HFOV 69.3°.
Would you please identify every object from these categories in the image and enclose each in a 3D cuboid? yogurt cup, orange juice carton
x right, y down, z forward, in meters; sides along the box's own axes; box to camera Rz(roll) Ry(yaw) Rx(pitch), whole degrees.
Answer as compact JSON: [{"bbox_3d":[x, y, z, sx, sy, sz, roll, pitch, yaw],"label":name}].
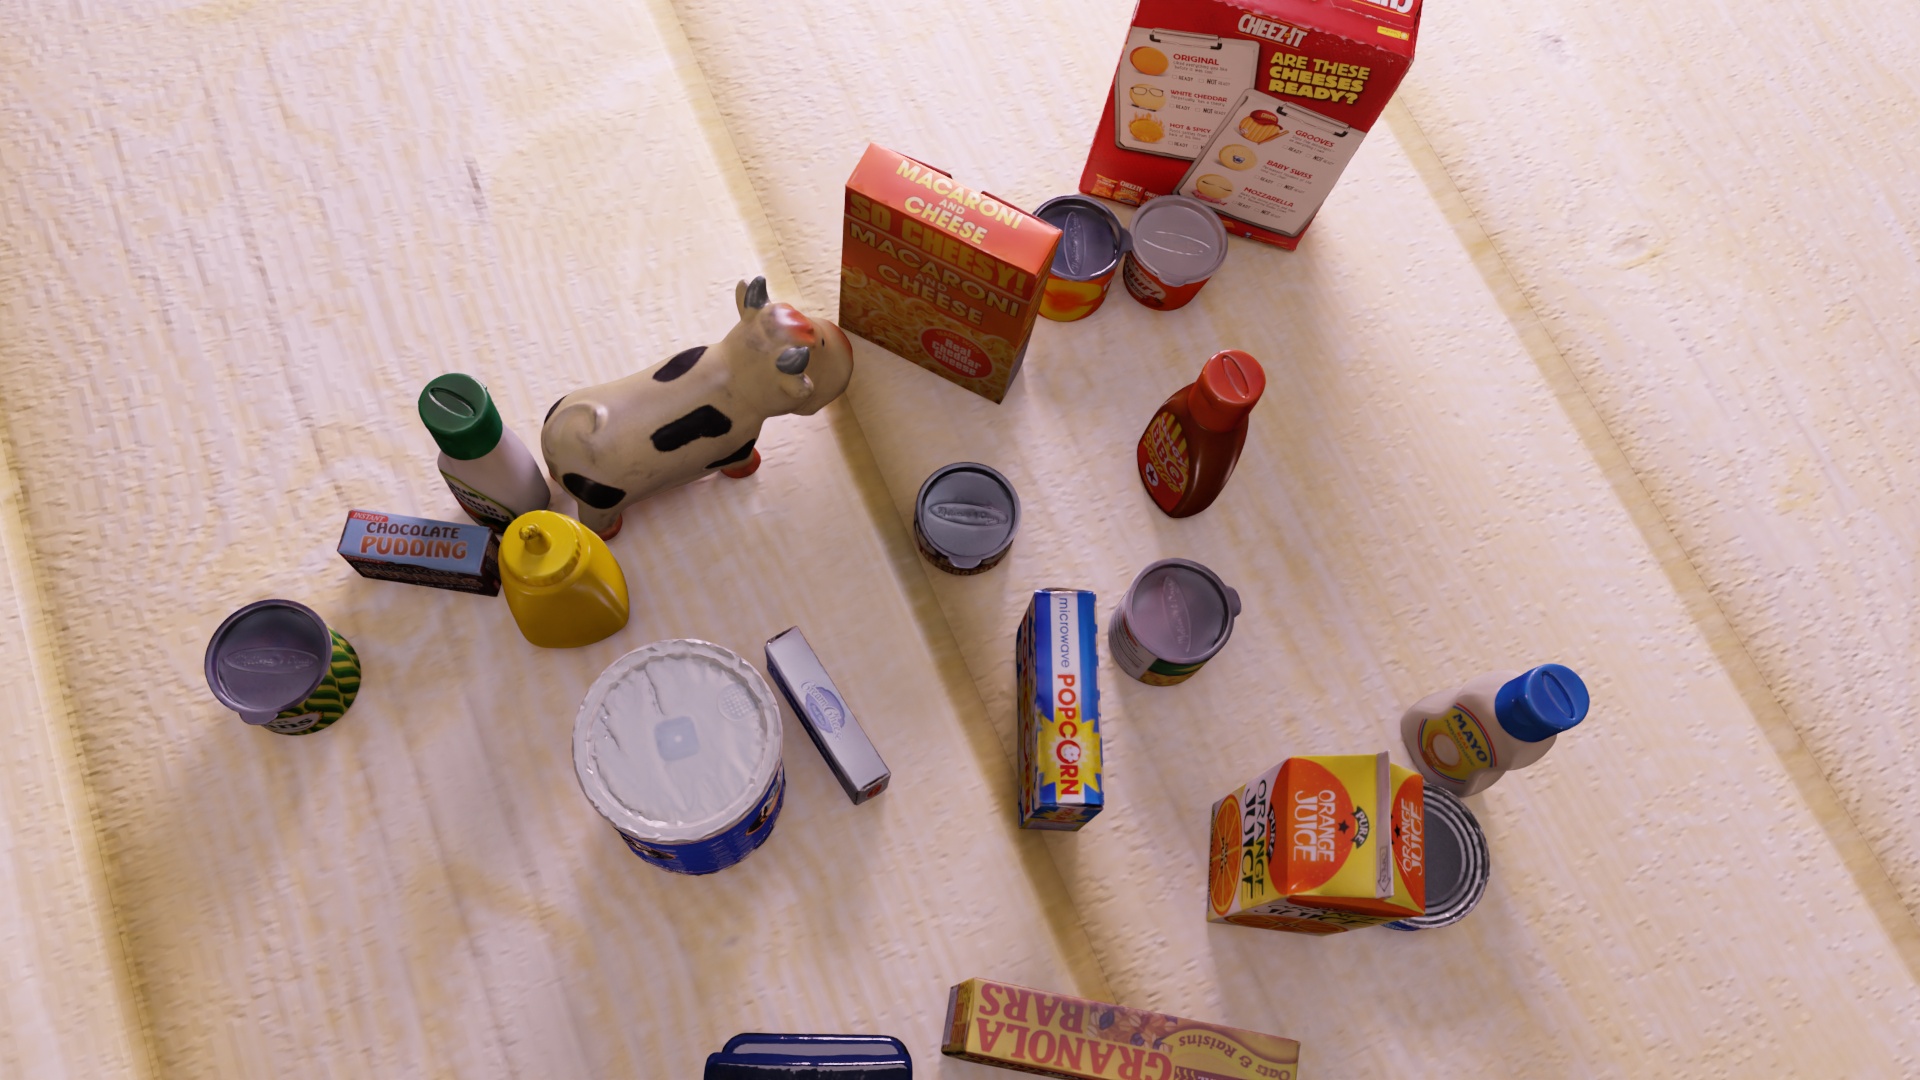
[{"bbox_3d":[0.143,-0.193,0.947,0.072,0.053,0.072,2,69,-6],"label":"yogurt cup"},{"bbox_3d":[0.193,0.165,0.743,0.073,0.192,0.072,8,69,-3],"label":"orange juice carton"}]

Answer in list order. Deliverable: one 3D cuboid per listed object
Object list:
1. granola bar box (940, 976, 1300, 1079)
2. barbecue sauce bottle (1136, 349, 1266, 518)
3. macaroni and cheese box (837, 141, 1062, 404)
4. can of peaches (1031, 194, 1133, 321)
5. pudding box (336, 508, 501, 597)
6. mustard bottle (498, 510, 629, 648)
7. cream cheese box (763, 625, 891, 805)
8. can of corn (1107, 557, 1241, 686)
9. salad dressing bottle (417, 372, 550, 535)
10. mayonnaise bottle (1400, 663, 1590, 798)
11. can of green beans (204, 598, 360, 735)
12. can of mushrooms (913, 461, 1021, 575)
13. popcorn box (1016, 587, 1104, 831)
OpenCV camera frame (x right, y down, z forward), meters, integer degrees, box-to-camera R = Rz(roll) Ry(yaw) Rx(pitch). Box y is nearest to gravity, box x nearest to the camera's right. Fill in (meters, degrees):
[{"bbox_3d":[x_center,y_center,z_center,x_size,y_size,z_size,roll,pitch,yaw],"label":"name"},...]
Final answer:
[{"bbox_3d":[0.078,0.266,0.728,0.166,0.123,0.039,12,69,-2],"label":"granola bar box"},{"bbox_3d":[0.148,-0.067,0.849,0.044,0.148,0.065,-19,73,-13],"label":"barbecue sauce bottle"},{"bbox_3d":[-0.012,-0.160,0.857,0.124,0.166,0.040,26,69,4],"label":"macaroni and cheese box"},{"bbox_3d":[0.075,-0.189,0.935,0.071,0.058,0.071,2,69,-6],"label":"can of peaches"},{"bbox_3d":[-0.316,0.007,0.821,0.084,0.049,0.030,9,69,-3],"label":"pudding box"},{"bbox_3d":[-0.223,0.018,0.768,0.065,0.159,0.049,-14,72,-11],"label":"mustard bottle"},{"bbox_3d":[-0.078,0.103,0.810,0.024,0.053,0.104,-31,76,-16],"label":"cream cheese box"},{"bbox_3d":[0.130,0.051,0.851,0.071,0.058,0.071,2,69,-6],"label":"can of corn"},{"bbox_3d":[-0.273,-0.048,0.794,0.064,0.147,0.044,30,70,5],"label":"salad dressing bottle"},{"bbox_3d":[0.308,0.106,0.802,0.041,0.147,0.065,-23,74,-14],"label":"mayonnaise bottle"},{"bbox_3d":[-0.381,0.073,0.784,0.071,0.057,0.071,2,69,-6],"label":"can of green beans"},{"bbox_3d":[0.003,-0.011,0.873,0.071,0.033,0.071,2,69,-6],"label":"can of mushrooms"},{"bbox_3d":[0.056,0.100,0.810,0.038,0.085,0.127,2,69,-6],"label":"popcorn box"}]
